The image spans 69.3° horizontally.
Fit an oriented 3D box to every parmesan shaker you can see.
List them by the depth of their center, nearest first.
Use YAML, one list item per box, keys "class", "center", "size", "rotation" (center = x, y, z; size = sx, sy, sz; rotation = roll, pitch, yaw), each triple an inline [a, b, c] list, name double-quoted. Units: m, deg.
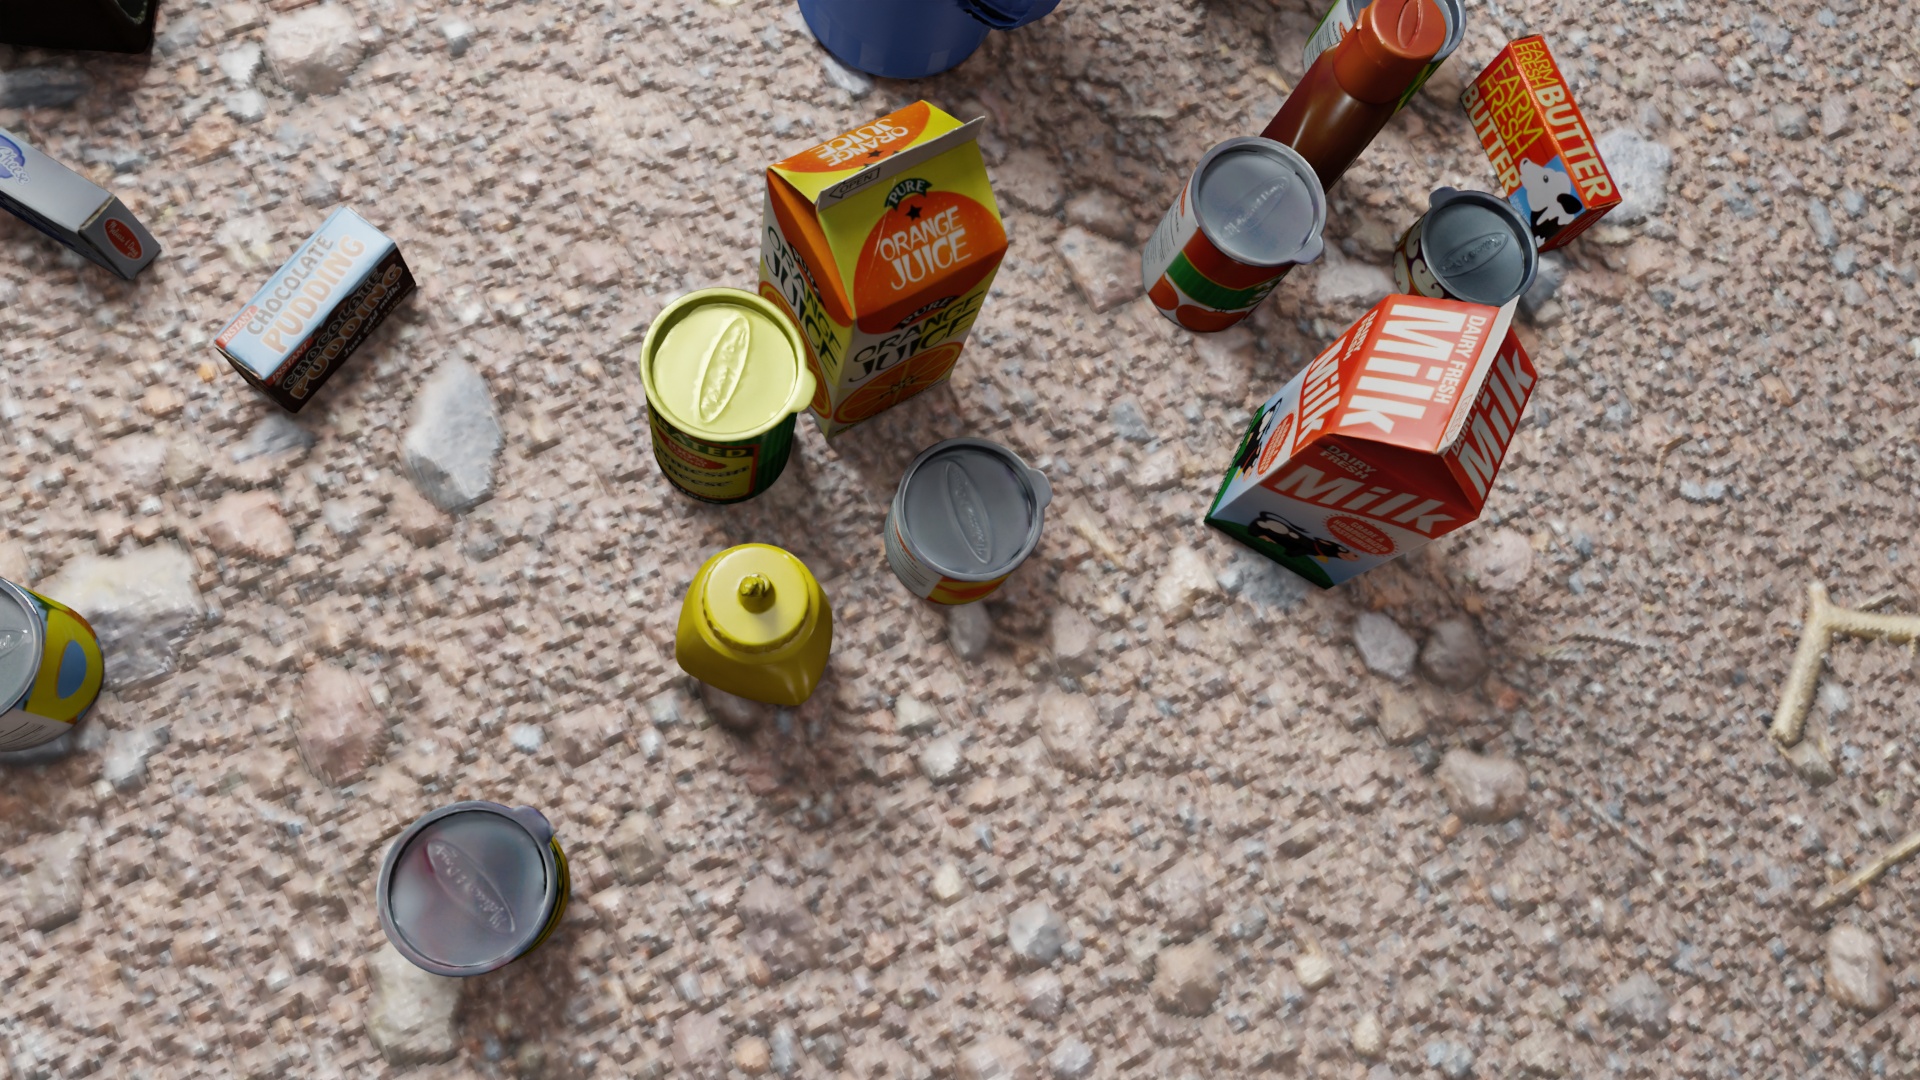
- class: "parmesan shaker"
  center: [-0.101, -0.058, 0.606]
  size: [0.071, 0.102, 0.071]
  rotation: [2, 76, -9]

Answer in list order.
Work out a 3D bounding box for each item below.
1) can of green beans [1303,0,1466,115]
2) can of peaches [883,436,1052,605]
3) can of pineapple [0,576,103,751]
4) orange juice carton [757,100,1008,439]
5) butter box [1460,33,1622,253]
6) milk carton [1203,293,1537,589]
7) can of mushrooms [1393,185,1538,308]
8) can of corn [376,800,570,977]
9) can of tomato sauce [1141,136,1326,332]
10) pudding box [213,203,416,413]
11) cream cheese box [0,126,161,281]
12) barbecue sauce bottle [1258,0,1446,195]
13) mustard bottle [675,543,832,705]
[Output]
- class: "can of green beans"
  center: [0.225, -0.267, 0.742]
  size: [0.071, 0.057, 0.071]
  rotation: [2, 75, -9]
- class: "can of peaches"
  center: [0.002, -0.008, 0.635]
  size: [0.071, 0.058, 0.071]
  rotation: [2, 75, -9]
- class: "can of pineapple"
  center: [-0.387, 0.047, 0.551]
  size: [0.071, 0.057, 0.071]
  rotation: [2, 75, -9]
- class: "orange juice carton"
  center: [-0.036, -0.116, 0.586]
  size: [0.072, 0.192, 0.073]
  rotation: [-28, 82, -15]
- class: "butter box"
  center: [0.310, -0.212, 0.745]
  size: [0.024, 0.053, 0.103]
  rotation: [-18, 79, -14]
- class: "milk carton"
  center: [0.181, -0.042, 0.606]
  size: [0.073, 0.190, 0.072]
  rotation: [29, 73, -2]
- class: "can of mushrooms"
  center: [0.264, -0.149, 0.731]
  size: [0.071, 0.033, 0.071]
  rotation: [2, 75, -9]
- class: "can of corn"
  center: [-0.192, 0.138, 0.562]
  size: [0.071, 0.058, 0.071]
  rotation: [2, 75, -9]
- class: "can of tomato sauce"
  center: [0.133, -0.146, 0.681]
  size: [0.071, 0.083, 0.071]
  rotation: [2, 76, -9]
- class: "pudding box"
  center: [-0.283, -0.102, 0.613]
  size: [0.030, 0.049, 0.084]
  rotation: [35, 73, 0]
- class: "cream cheese box"
  center: [-0.408, -0.156, 0.603]
  size: [0.104, 0.053, 0.024]
  rotation: [31, 73, -1]
- class: "barbecue sauce bottle"
  center: [0.181, -0.207, 0.671]
  size: [0.044, 0.148, 0.065]
  rotation: [20, 74, -5]
- class: "mustard bottle"
  center: [-0.081, 0.032, 0.556]
  size: [0.065, 0.159, 0.049]
  rotation: [18, 74, -5]
